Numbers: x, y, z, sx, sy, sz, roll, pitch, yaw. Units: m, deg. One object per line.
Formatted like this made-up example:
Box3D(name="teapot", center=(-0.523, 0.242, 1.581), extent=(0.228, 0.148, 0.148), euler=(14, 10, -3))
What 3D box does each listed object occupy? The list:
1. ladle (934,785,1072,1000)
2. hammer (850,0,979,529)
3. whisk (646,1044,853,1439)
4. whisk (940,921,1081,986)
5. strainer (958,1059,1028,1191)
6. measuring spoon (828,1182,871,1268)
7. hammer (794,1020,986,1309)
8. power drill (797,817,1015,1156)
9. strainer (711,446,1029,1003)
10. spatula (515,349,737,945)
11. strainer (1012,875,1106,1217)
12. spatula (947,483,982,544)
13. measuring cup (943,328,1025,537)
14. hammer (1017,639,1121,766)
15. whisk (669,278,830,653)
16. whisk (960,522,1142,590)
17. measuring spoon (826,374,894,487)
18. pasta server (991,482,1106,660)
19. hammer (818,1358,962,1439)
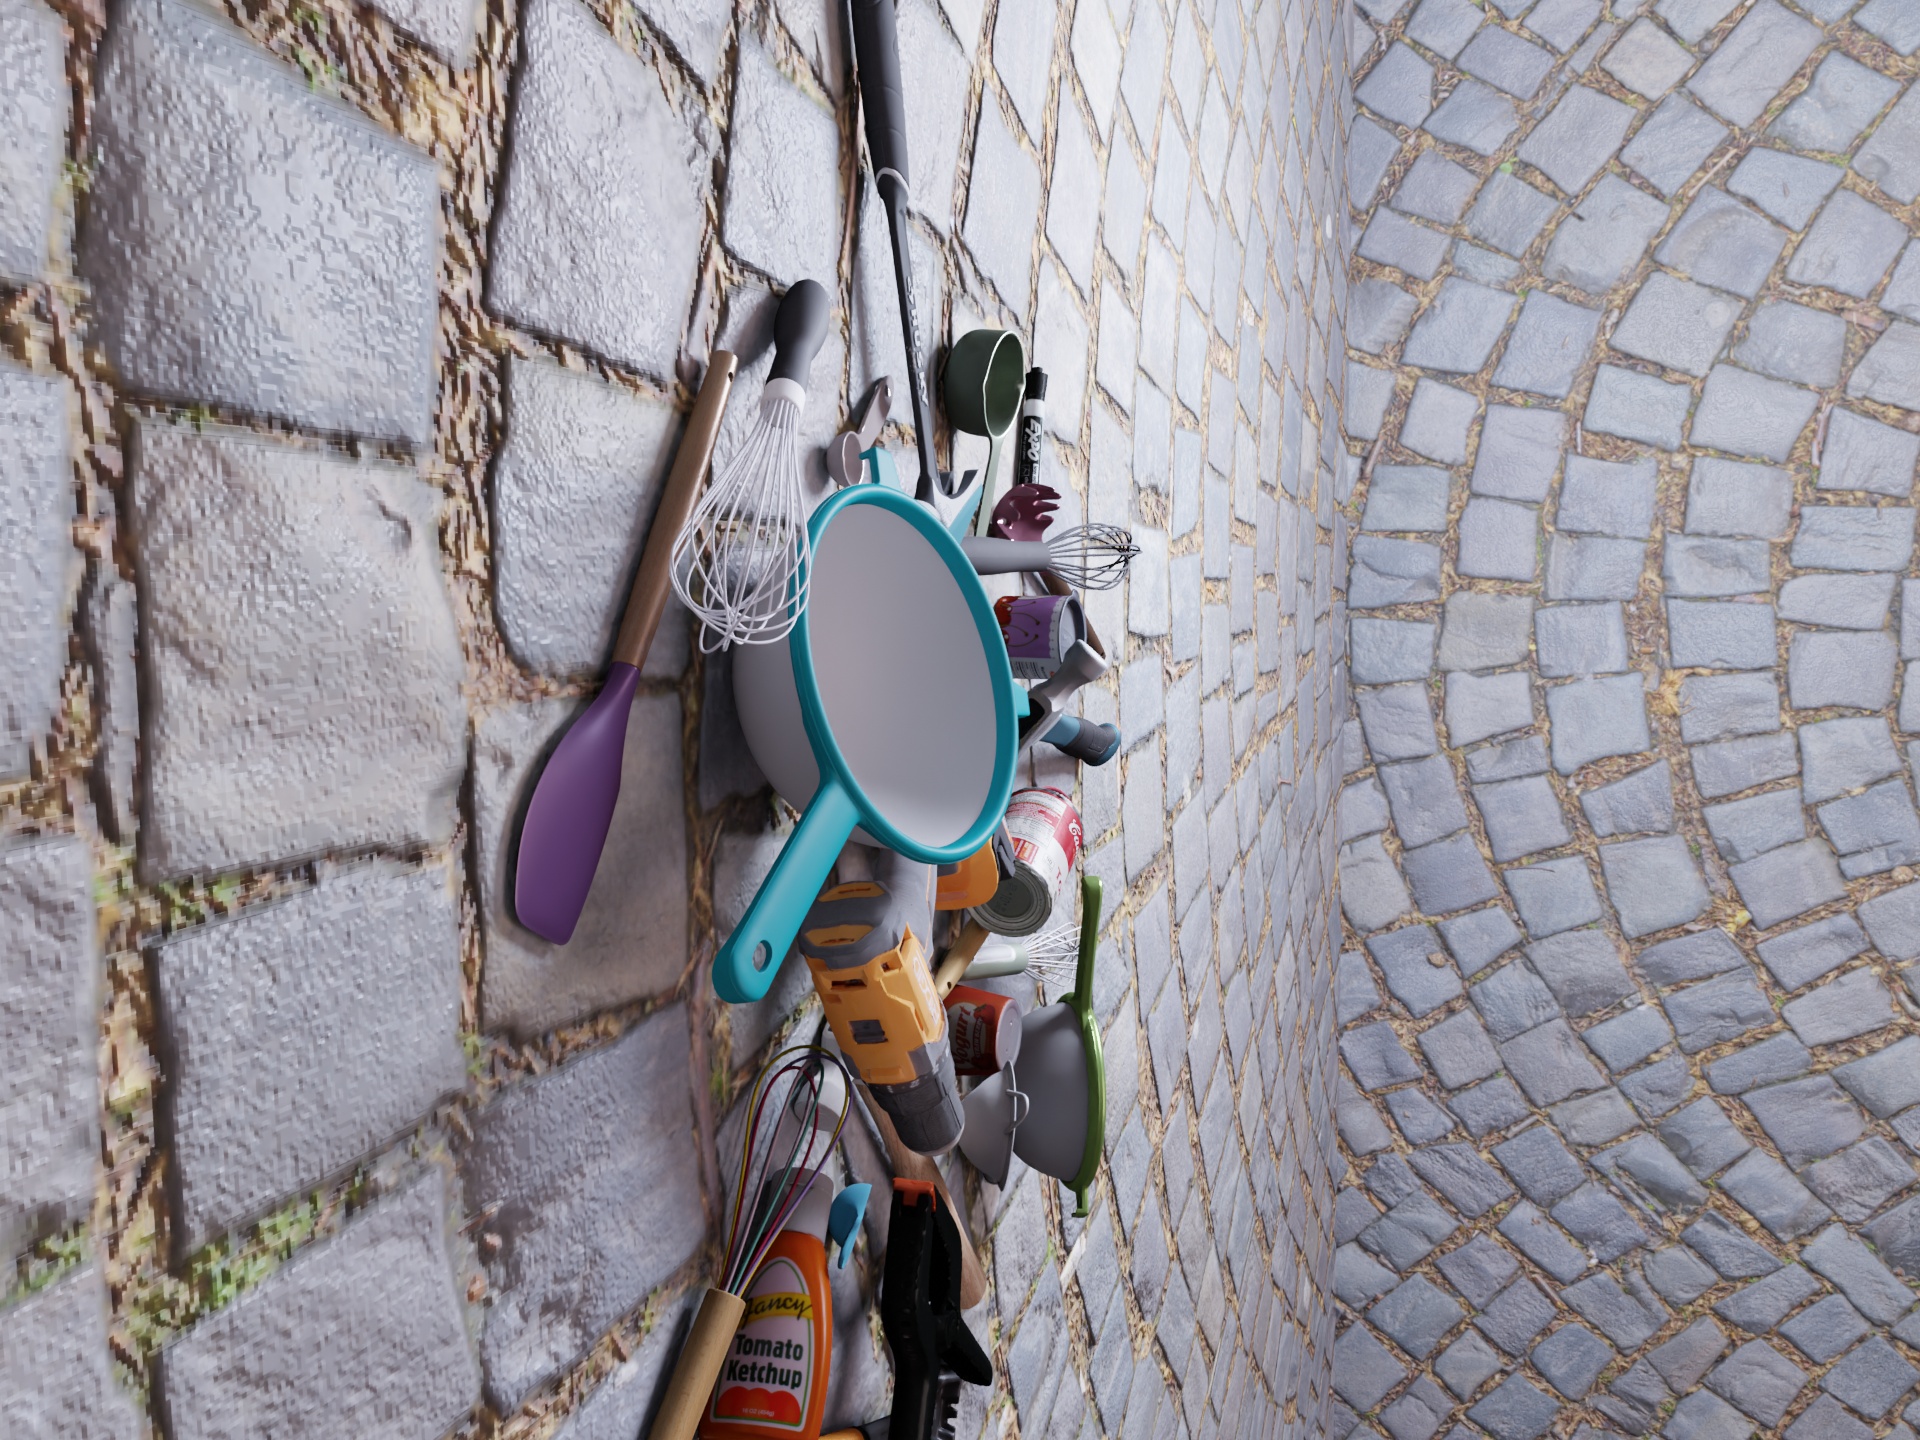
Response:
Box3D(name="ladle", center=(0.032, 0.131, 1.197), extent=(0.069, 0.031, 0.315), euler=(66, 25, -12))
Box3D(name="hammer", center=(-0.037, -0.314, 0.996), extent=(0.149, 0.036, 0.408), euler=(-52, 137, -68))
Box3D(name="whisk", center=(-0.120, 0.285, 0.851), extent=(0.047, 0.051, 0.245), euler=(39, 54, -26))
Box3D(name="whisk", center=(0.046, 0.185, 1.240), extent=(0.059, 0.058, 0.246), euler=(-55, 156, 11))
Box3D(name="strainer", center=(0.022, 0.304, 1.139), extent=(0.258, 0.050, 0.087), euler=(87, 6, -63))
Box3D(name="measuring spoon", center=(-0.071, 0.301, 0.941), extent=(0.128, 0.021, 0.042), euler=(80, 28, -84))
Box3D(name="hammer", center=(-0.031, 0.298, 1.074), extent=(0.130, 0.031, 0.331), euler=(-66, 150, -42))
Box3D(name="power drill", center=(-0.024, 0.130, 0.962), extent=(0.226, 0.084, 0.185), euler=(-73, 151, -53))
Box3D(name="strainer", center=(-0.078, 0.022, 0.835), extent=(0.210, 0.095, 0.341), euler=(59, 35, -27))
Box3D(name="spatula", center=(-0.154, -0.048, 0.759), extent=(0.059, 0.018, 0.316), euler=(54, 43, -56))
Box3D(name="strainer", center=(0.064, 0.235, 1.201), extent=(0.152, 0.069, 0.256), euler=(-116, -151, -67))
Box3D(name="spatula", center=(-0.002, -0.003, 1.088), extent=(0.082, 0.044, 0.317), euler=(-60, 149, -53))
Box3D(name="measuring cup", center=(0.009, -0.197, 1.140), extent=(0.083, 0.038, 0.167), euler=(-28, 130, -64))
Box3D(name="hammer", center=(0.087, 0.009, 1.278), extent=(0.128, 0.033, 0.331), euler=(-46, 166, 7))
Box3D(name="whisk", center=(-0.095, -0.143, 0.815), extent=(0.070, 0.070, 0.285), euler=(68, 21, -45))
Box3D(name="whisk", center=(0.054, -0.122, 1.173), extent=(0.239, 0.055, 0.055), euler=(-6, 98, -48))
Box3D(name="measuring spoon", center=(-0.062, -0.183, 0.989), extent=(0.124, 0.018, 0.034), euler=(-72, 155, -50))
Box3D(name="pasta server", center=(0.084, -0.111, 1.320), extent=(0.060, 0.040, 0.316), euler=(-53, 152, -7))
Box3D(name="hammer", center=(-0.074, 0.460, 0.976), extent=(0.336, 0.034, 0.127), euler=(35, 58, -64))
